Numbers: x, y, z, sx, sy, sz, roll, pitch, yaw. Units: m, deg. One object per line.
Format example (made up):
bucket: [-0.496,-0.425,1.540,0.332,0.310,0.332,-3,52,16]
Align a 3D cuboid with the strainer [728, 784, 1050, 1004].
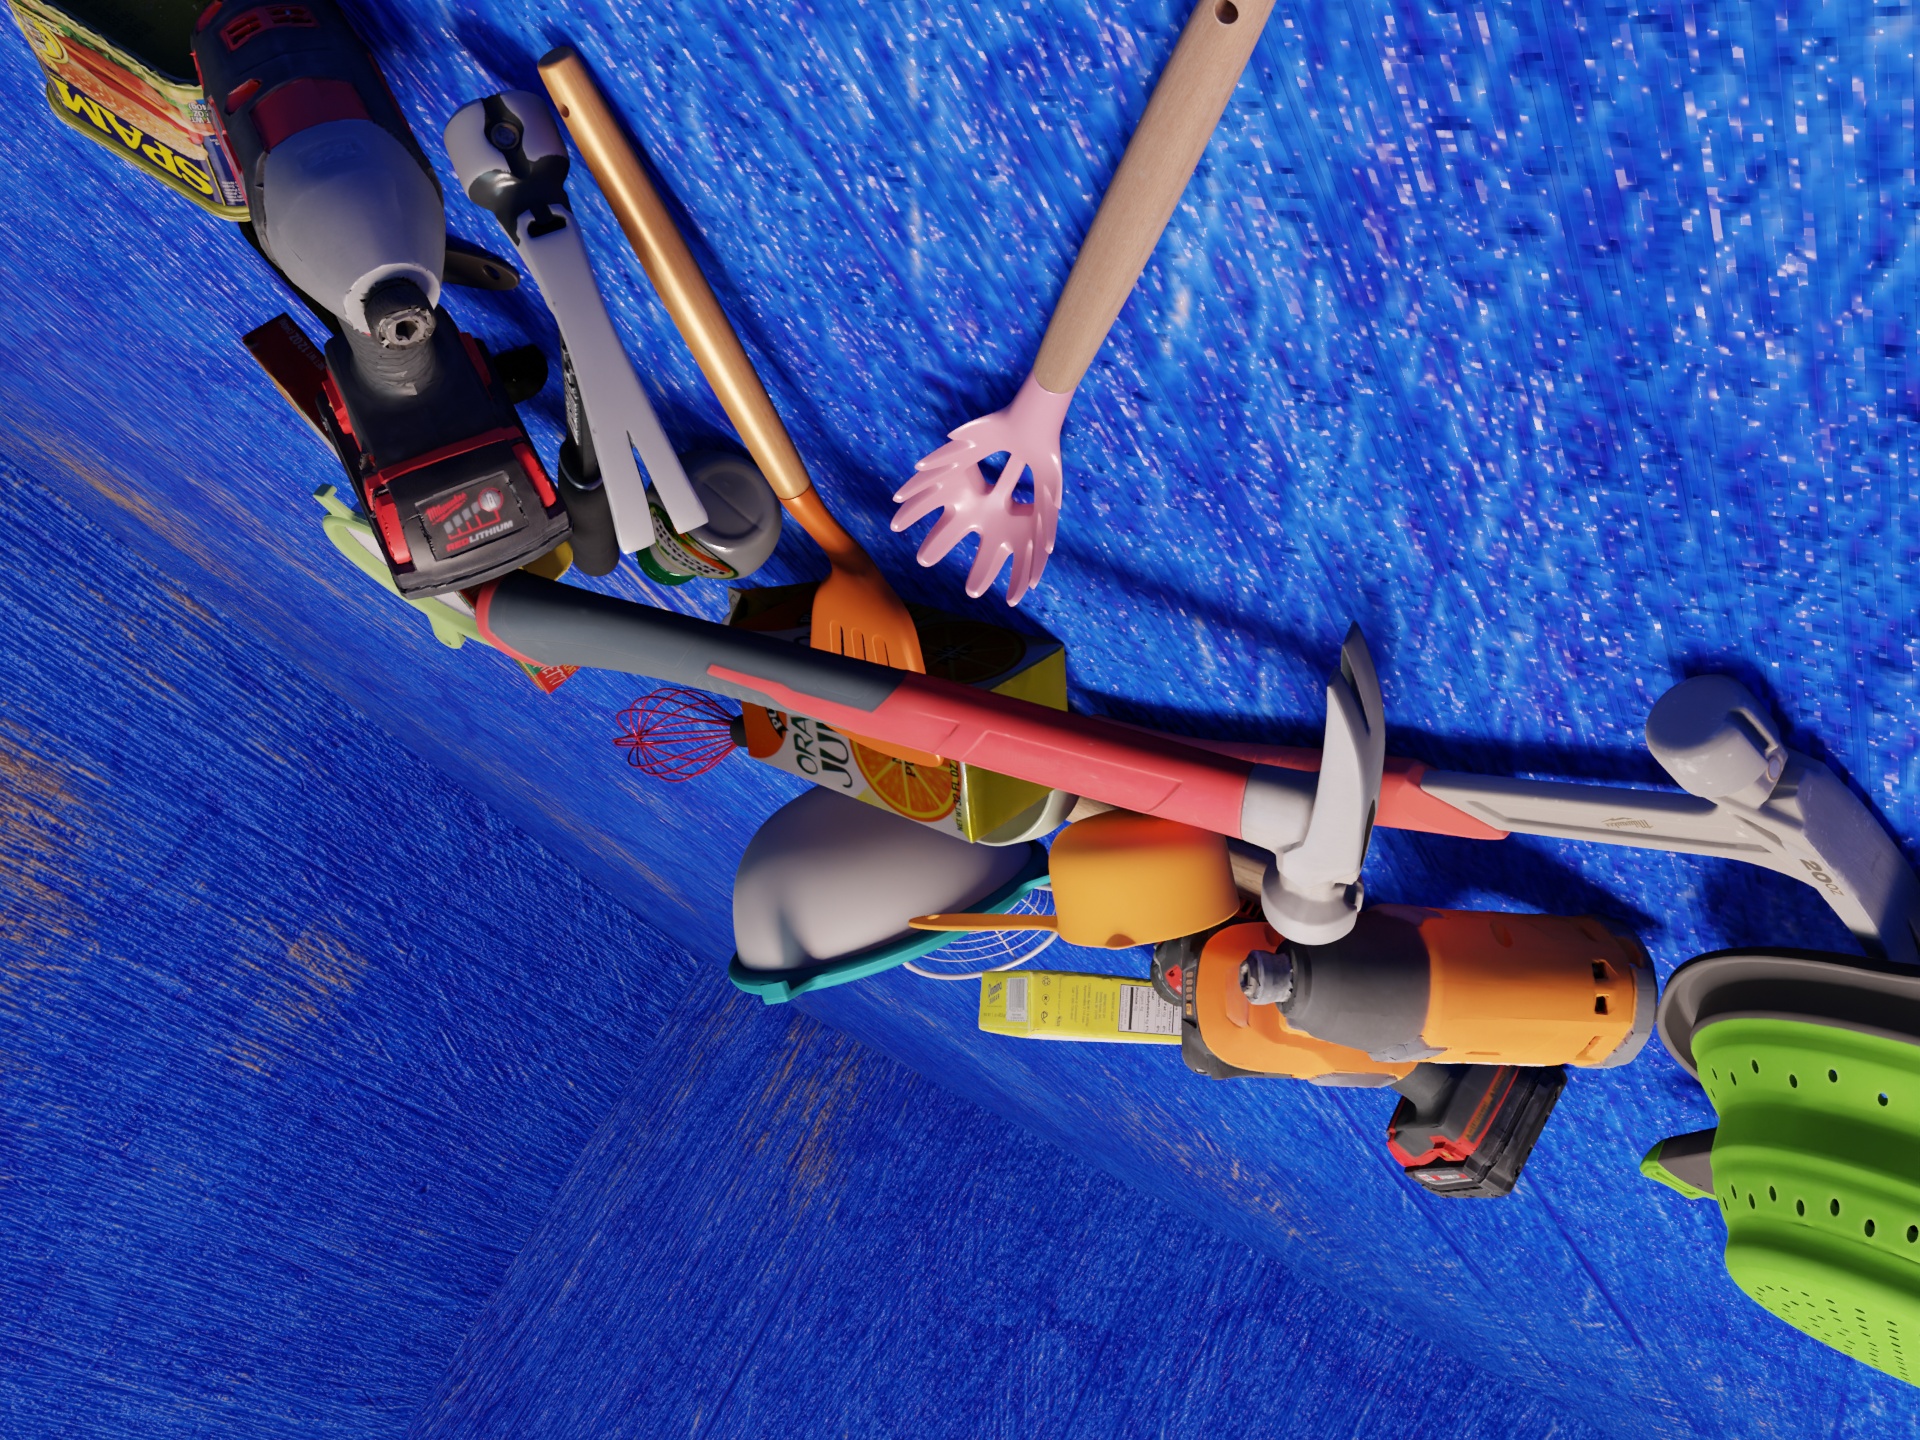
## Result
strainer: [-0.077,0.077,1.044,0.095,0.211,0.340,70,166,-10]

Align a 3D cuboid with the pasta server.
pasta server: [0.030,-0.107,0.459,0.060,0.040,0.316,33,163,0]

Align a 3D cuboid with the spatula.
spatula: [-0.078,-0.100,0.604,0.081,0.041,0.322,21,152,36]

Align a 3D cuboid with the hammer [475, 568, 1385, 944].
hammer: [-0.031,-0.017,0.620,0.386,0.038,0.143,15,142,21]

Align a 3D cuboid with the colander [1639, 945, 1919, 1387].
colander: [0.325,0.190,0.595,0.204,0.094,0.396,26,164,12]

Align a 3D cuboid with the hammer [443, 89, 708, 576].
hammer: [-0.163,-0.114,0.701,0.149,0.036,0.409,67,167,0]

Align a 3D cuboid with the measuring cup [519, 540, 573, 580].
measuring cup: [-0.246,-0.131,0.781,0.156,0.029,0.062,51,167,-2]

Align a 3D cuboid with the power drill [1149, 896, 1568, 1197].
power drill: [0.212,0.182,0.928,0.227,0.080,0.187,33,164,6]

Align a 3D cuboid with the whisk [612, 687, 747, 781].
whisk: [-0.163,0.008,1.128,0.073,0.073,0.296,41,155,-30]

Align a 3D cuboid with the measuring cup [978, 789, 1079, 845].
measuring cup: [-0.001,-0.003,0.814,0.038,0.083,0.168,0,-145,-49]

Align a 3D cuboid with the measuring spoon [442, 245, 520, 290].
measuring spoon: [-0.240,-0.209,0.700,0.124,0.018,0.034,17,152,21]

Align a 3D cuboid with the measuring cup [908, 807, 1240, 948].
measuring cup: [0.048,0.074,0.777,0.173,0.052,0.095,-6,-172,26]

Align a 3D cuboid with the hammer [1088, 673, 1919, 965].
hammer: [0.171,0.033,0.623,0.149,0.037,0.359,40,161,-28]

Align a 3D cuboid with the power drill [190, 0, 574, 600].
power drill: [-0.214,-0.146,0.602,0.143,0.078,0.219,60,164,21]

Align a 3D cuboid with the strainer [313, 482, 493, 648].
strainer: [-0.348,-0.104,1.099,0.151,0.069,0.256,31,165,-7]

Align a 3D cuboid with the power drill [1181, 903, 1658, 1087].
power drill: [0.174,0.122,0.715,0.164,0.084,0.226,4,167,-11]

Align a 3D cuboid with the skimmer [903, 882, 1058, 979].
skimmer: [0.057,0.136,1.004,0.127,0.090,0.363,2,176,-19]

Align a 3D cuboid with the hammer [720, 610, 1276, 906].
hammer: [0.024,0.026,0.867,0.331,0.031,0.130,23,166,23]
